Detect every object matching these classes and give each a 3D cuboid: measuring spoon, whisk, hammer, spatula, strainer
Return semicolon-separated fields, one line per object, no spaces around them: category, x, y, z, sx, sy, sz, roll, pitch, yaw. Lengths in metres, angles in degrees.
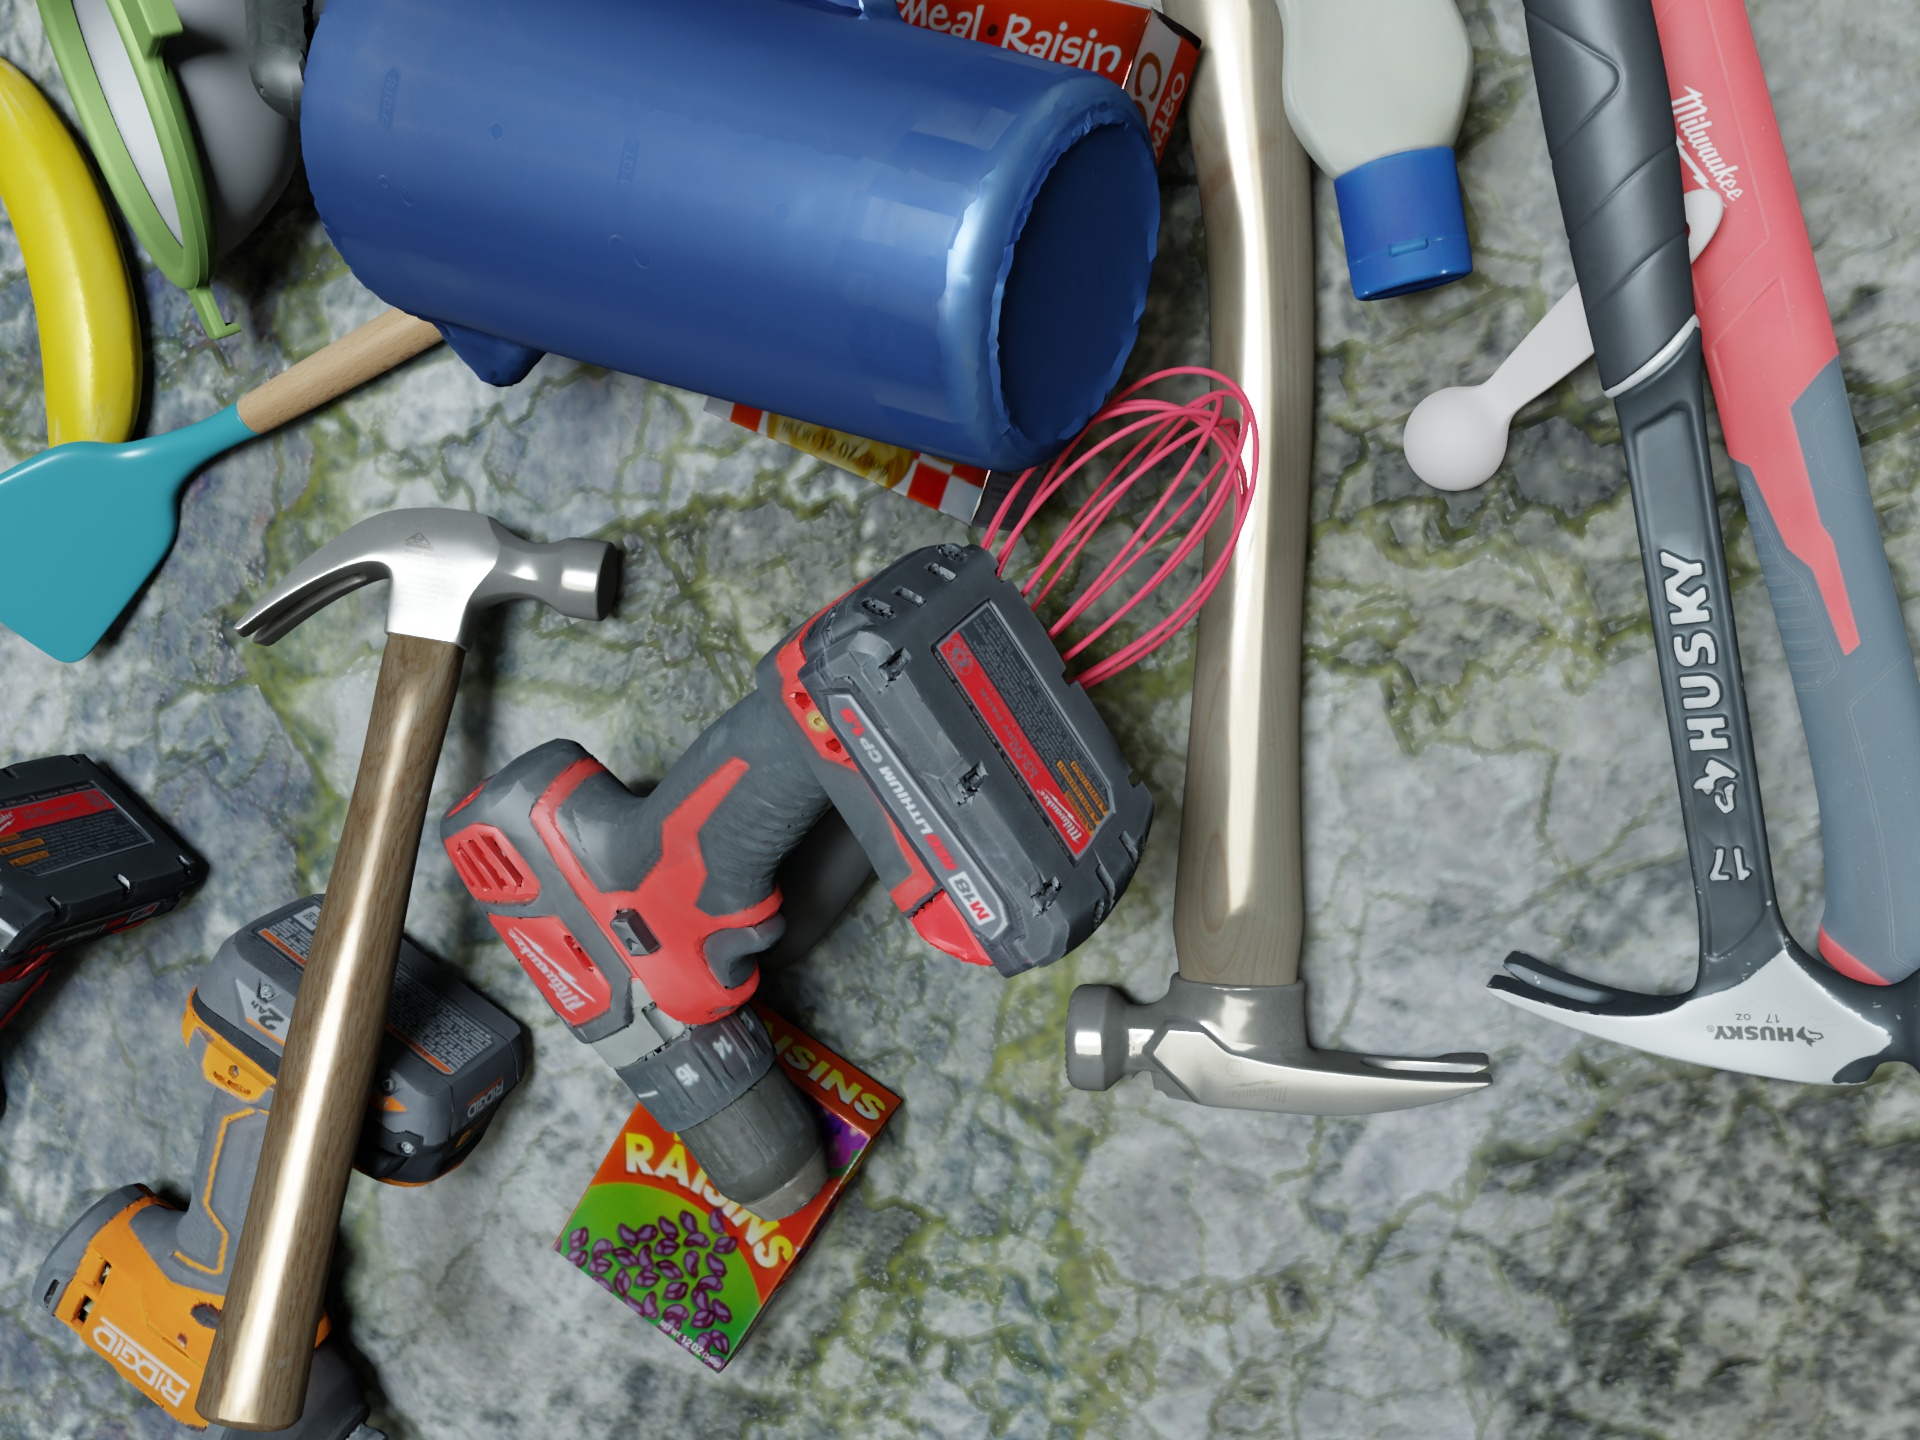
measuring spoon;0.182;-0.116;0.493;0.034;0.018;0.124;55;134;13
whisk;-0.001;-0.002;0.542;0.073;0.073;0.295;44;122;6
hammer;-0.222;0.081;0.579;0.130;0.031;0.331;9;79;1
hammer;0.109;-0.069;0.538;0.146;0.038;0.410;1;97;14
spatula;-0.260;-0.124;0.625;0.317;0.044;0.082;-24;130;14
hammer;0.200;-0.085;0.465;0.149;0.036;0.409;-7;102;37
strainer;-0.316;-0.283;0.612;0.256;0.069;0.151;54;150;20
hammer;0.258;-0.096;0.468;0.143;0.038;0.386;-12;99;48

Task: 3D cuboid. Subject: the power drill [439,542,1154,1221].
power drill;-0.050;0.064;0.514;0.226;0.080;0.188;-28;99;34

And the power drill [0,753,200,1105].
power drill;-0.431;0.123;0.655;0.078;0.143;0.219;42;103;4

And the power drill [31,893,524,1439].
power drill;-0.272;0.204;0.656;0.164;0.084;0.226;35;108;6
